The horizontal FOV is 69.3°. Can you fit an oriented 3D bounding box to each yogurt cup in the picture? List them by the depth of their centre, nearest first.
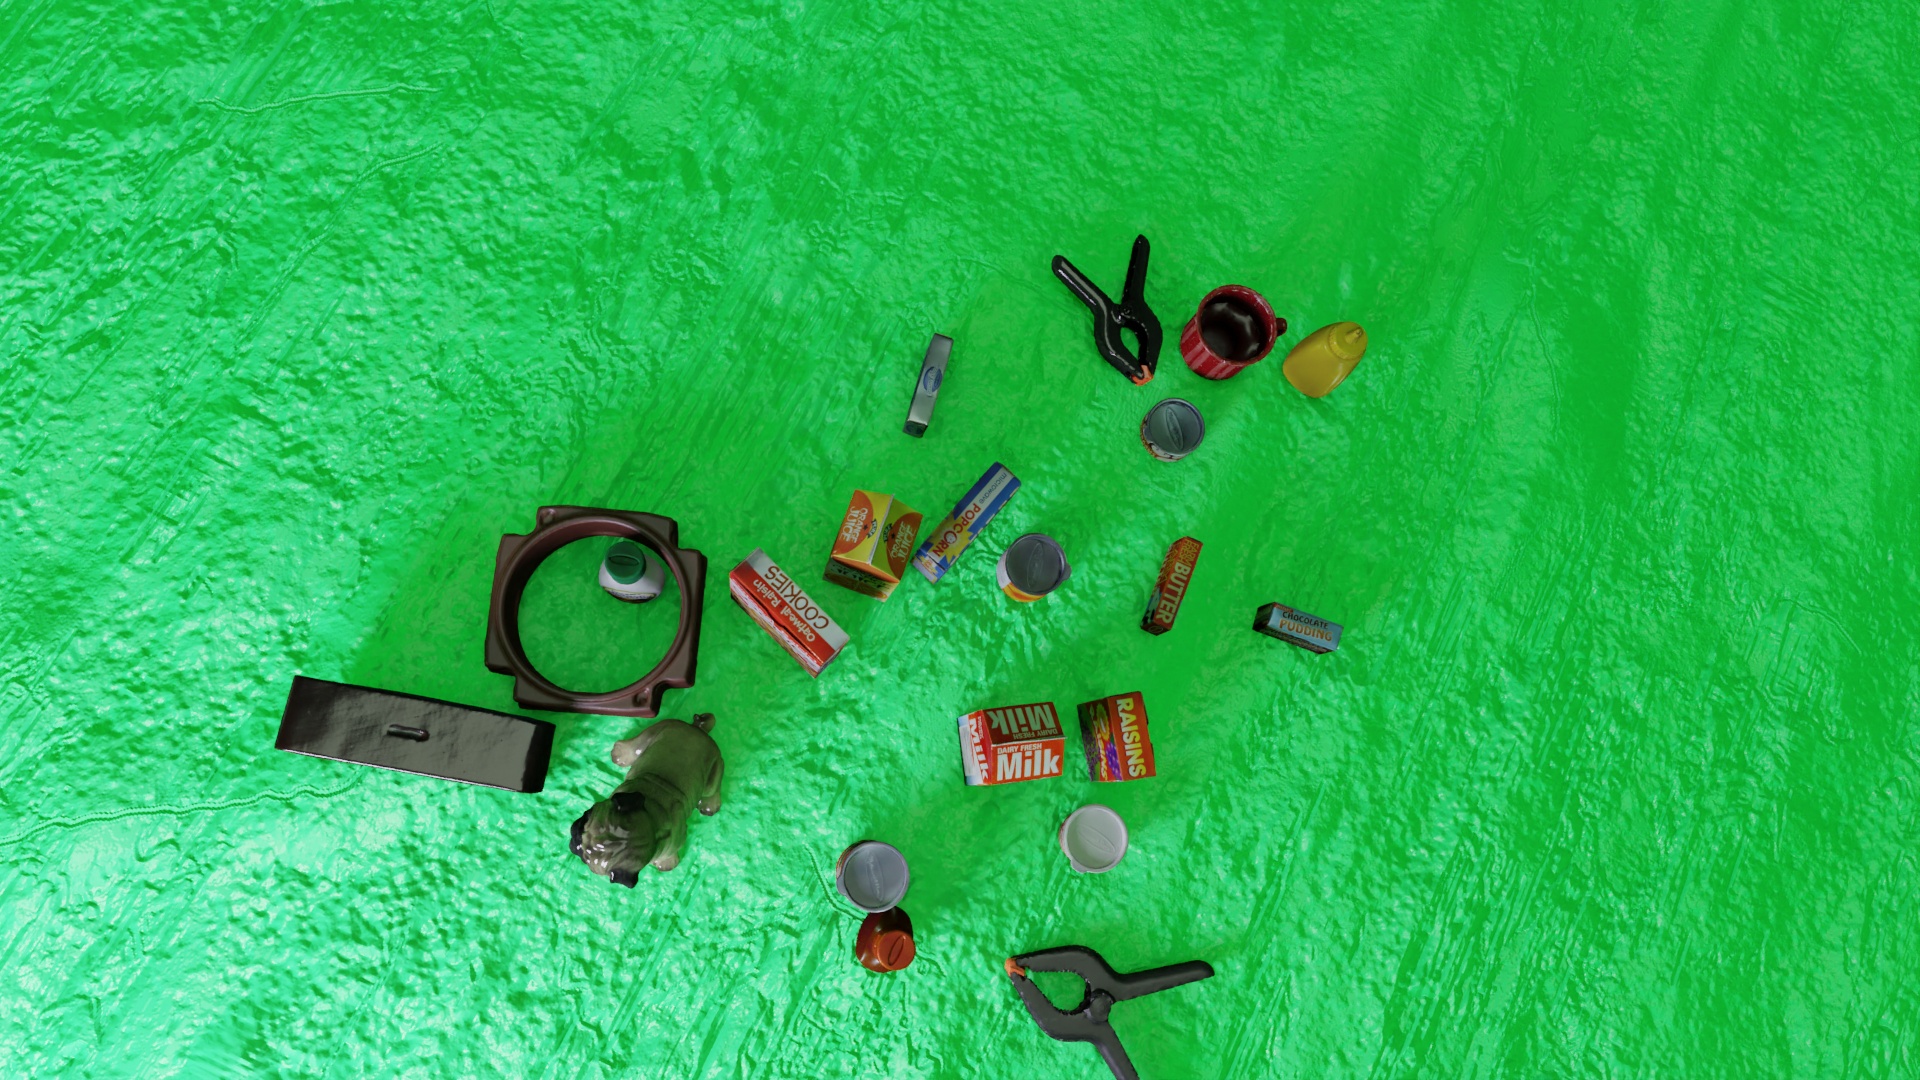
[{"bbox_3d":[0.133,0.304,1.422,0.072,0.054,0.072,2,79,-9],"label":"yogurt cup"}]

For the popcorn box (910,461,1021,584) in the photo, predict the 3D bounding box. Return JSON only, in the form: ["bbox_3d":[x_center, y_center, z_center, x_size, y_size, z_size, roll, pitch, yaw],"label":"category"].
[{"bbox_3d":[0.005,-0.018,1.448,0.038,0.085,0.127,41,76,0],"label":"popcorn box"}]

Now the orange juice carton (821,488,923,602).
[{"bbox_3d":[-0.087,0.004,1.374,0.073,0.192,0.072,21,77,-5],"label":"orange juice carton"}]

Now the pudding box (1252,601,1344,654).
[{"bbox_3d":[0.365,0.095,1.503,0.084,0.049,0.030,20,77,-5],"label":"pudding box"}]

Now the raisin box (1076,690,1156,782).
[{"bbox_3d":[0.158,0.201,1.411,0.040,0.123,0.086,-7,81,-10],"label":"raisin box"}]

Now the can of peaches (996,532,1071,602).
[{"bbox_3d":[0.077,0.030,1.464,0.071,0.058,0.071,2,79,-9],"label":"can of peaches"}]

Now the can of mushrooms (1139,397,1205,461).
[{"bbox_3d":[0.231,-0.121,1.532,0.071,0.033,0.071,2,79,-9],"label":"can of mushrooms"}]

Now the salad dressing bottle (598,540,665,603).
[{"bbox_3d":[-0.323,0.031,1.354,0.064,0.147,0.044,9,78,-7],"label":"salad dressing bottle"}]

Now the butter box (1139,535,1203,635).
[{"bbox_3d":[0.226,0.048,1.488,0.024,0.053,0.104,24,76,-4],"label":"butter box"}]

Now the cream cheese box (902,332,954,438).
[{"bbox_3d":[-0.035,-0.165,1.487,0.024,0.053,0.104,17,77,-6],"label":"cream cheese box"}]

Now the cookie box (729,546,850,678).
[{"bbox_3d":[-0.170,0.075,1.359,0.123,0.167,0.040,44,76,1],"label":"cookie box"}]

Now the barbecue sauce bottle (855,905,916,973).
[{"bbox_3d":[-0.070,0.383,1.325,0.044,0.148,0.065,27,77,-3],"label":"barbecue sauce bottle"}]

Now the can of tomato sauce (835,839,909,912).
[{"bbox_3d":[-0.090,0.329,1.366,0.071,0.083,0.071,2,79,-9],"label":"can of tomato sauce"}]

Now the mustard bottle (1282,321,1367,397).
[{"bbox_3d":[0.406,-0.204,1.511,0.065,0.160,0.049,41,76,0],"label":"mustard bottle"}]

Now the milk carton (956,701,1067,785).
[{"bbox_3d":[0.049,0.200,1.359,0.072,0.190,0.073,-6,81,-10],"label":"milk carton"}]
